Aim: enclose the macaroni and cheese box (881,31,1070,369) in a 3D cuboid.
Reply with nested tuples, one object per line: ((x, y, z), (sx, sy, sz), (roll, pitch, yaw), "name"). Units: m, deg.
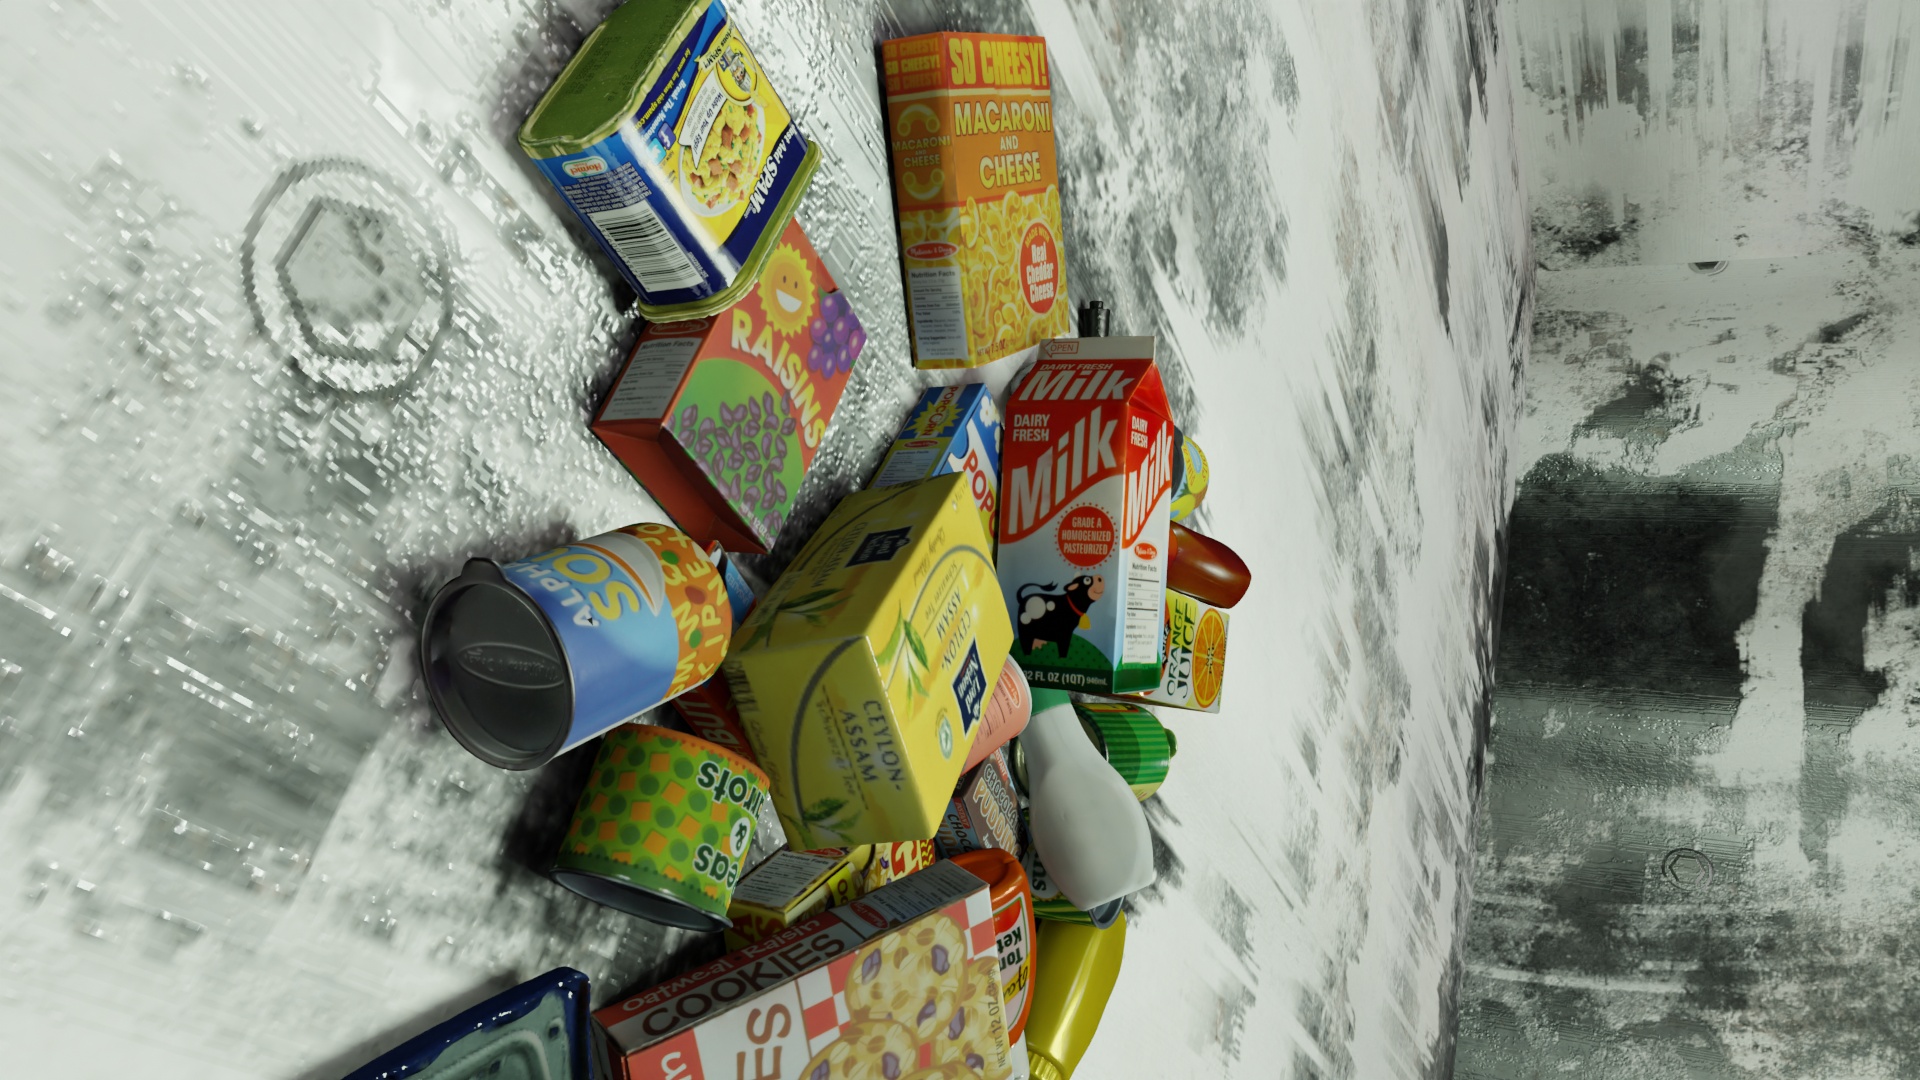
((0.011, -0.185, 0.753), (0.124, 0.040, 0.166), (-30, 118, -57), "macaroni and cheese box")

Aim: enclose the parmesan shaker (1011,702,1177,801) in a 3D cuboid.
((0.085, 0.133, 0.868), (0.103, 0.071, 0.071), (14, 79, -60), "parmesan shaker")

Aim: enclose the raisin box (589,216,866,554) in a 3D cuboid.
((-0.090, -0.069, 0.575), (0.085, 0.040, 0.124), (56, 43, -45), "raisin box")

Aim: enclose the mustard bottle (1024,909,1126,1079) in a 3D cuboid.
((0.056, 0.287, 0.845), (0.161, 0.049, 0.065), (-56, 141, -43), "mustard bottle")

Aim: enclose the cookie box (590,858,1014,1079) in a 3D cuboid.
((-0.057, 0.222, 0.574), (0.168, 0.040, 0.122), (-16, 107, -31), "cookie box")

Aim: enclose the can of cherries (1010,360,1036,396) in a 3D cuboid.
((0.071, -0.075, 0.833), (0.072, 0.071, 0.058), (-55, 136, -45), "can of cherries")

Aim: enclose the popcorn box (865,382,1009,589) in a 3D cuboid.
((0.003, -0.009, 0.747), (0.085, 0.038, 0.126), (-62, 142, -38), "popcorn box")

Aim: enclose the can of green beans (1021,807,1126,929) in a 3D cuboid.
((0.065, 0.199, 0.848), (0.071, 0.058, 0.071), (-6, 97, -61), "can of green beans")

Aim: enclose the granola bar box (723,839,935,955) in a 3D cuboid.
((-0.051, 0.218, 0.658), (0.125, 0.039, 0.165), (-28, 116, -58), "granola bar box")

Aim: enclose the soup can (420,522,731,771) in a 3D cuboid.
((-0.130, 0.031, 0.479), (0.084, 0.071, 0.071), (-26, 114, -59), "soup can")

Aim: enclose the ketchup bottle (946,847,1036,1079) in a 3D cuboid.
((0.012, 0.240, 0.759), (0.065, 0.043, 0.148), (-18, 120, -18), "ketchup bottle")

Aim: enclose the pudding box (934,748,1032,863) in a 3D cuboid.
((0.009, 0.154, 0.775), (0.050, 0.030, 0.083), (-57, 138, -46), "pudding box")

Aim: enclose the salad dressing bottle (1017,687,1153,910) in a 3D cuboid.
((0.061, 0.134, 0.795), (0.148, 0.064, 0.044), (68, 10, 16), "salad dressing bottle")

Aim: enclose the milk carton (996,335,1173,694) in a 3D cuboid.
((0.068, -0.016, 0.749), (0.073, 0.072, 0.190), (9, 84, -62), "milk carton")

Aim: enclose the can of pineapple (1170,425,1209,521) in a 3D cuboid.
((0.132, -0.047, 0.948), (0.058, 0.071, 0.071), (10, 82, -62), "can of pineapple")

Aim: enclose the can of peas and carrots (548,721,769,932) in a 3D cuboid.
((-0.108, 0.107, 0.516), (0.070, 0.071, 0.059), (51, 47, -50), "can of peas and carrots")

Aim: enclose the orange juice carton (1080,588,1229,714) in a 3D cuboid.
((0.110, 0.068, 0.909), (0.192, 0.073, 0.072), (21, 75, -59), "orange juice carton")

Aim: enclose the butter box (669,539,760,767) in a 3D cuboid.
((-0.098, 0.052, 0.581), (0.103, 0.024, 0.053), (63, 39, -41), "butter box")

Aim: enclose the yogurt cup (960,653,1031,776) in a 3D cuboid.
((-0.005, 0.087, 0.713), (0.054, 0.072, 0.072), (-39, 125, -44), "yogurt cup")

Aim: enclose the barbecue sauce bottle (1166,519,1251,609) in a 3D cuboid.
((0.140, 0.011, 0.918), (0.043, 0.065, 0.148), (-59, 149, 8), "barbecue sauce bottle")
